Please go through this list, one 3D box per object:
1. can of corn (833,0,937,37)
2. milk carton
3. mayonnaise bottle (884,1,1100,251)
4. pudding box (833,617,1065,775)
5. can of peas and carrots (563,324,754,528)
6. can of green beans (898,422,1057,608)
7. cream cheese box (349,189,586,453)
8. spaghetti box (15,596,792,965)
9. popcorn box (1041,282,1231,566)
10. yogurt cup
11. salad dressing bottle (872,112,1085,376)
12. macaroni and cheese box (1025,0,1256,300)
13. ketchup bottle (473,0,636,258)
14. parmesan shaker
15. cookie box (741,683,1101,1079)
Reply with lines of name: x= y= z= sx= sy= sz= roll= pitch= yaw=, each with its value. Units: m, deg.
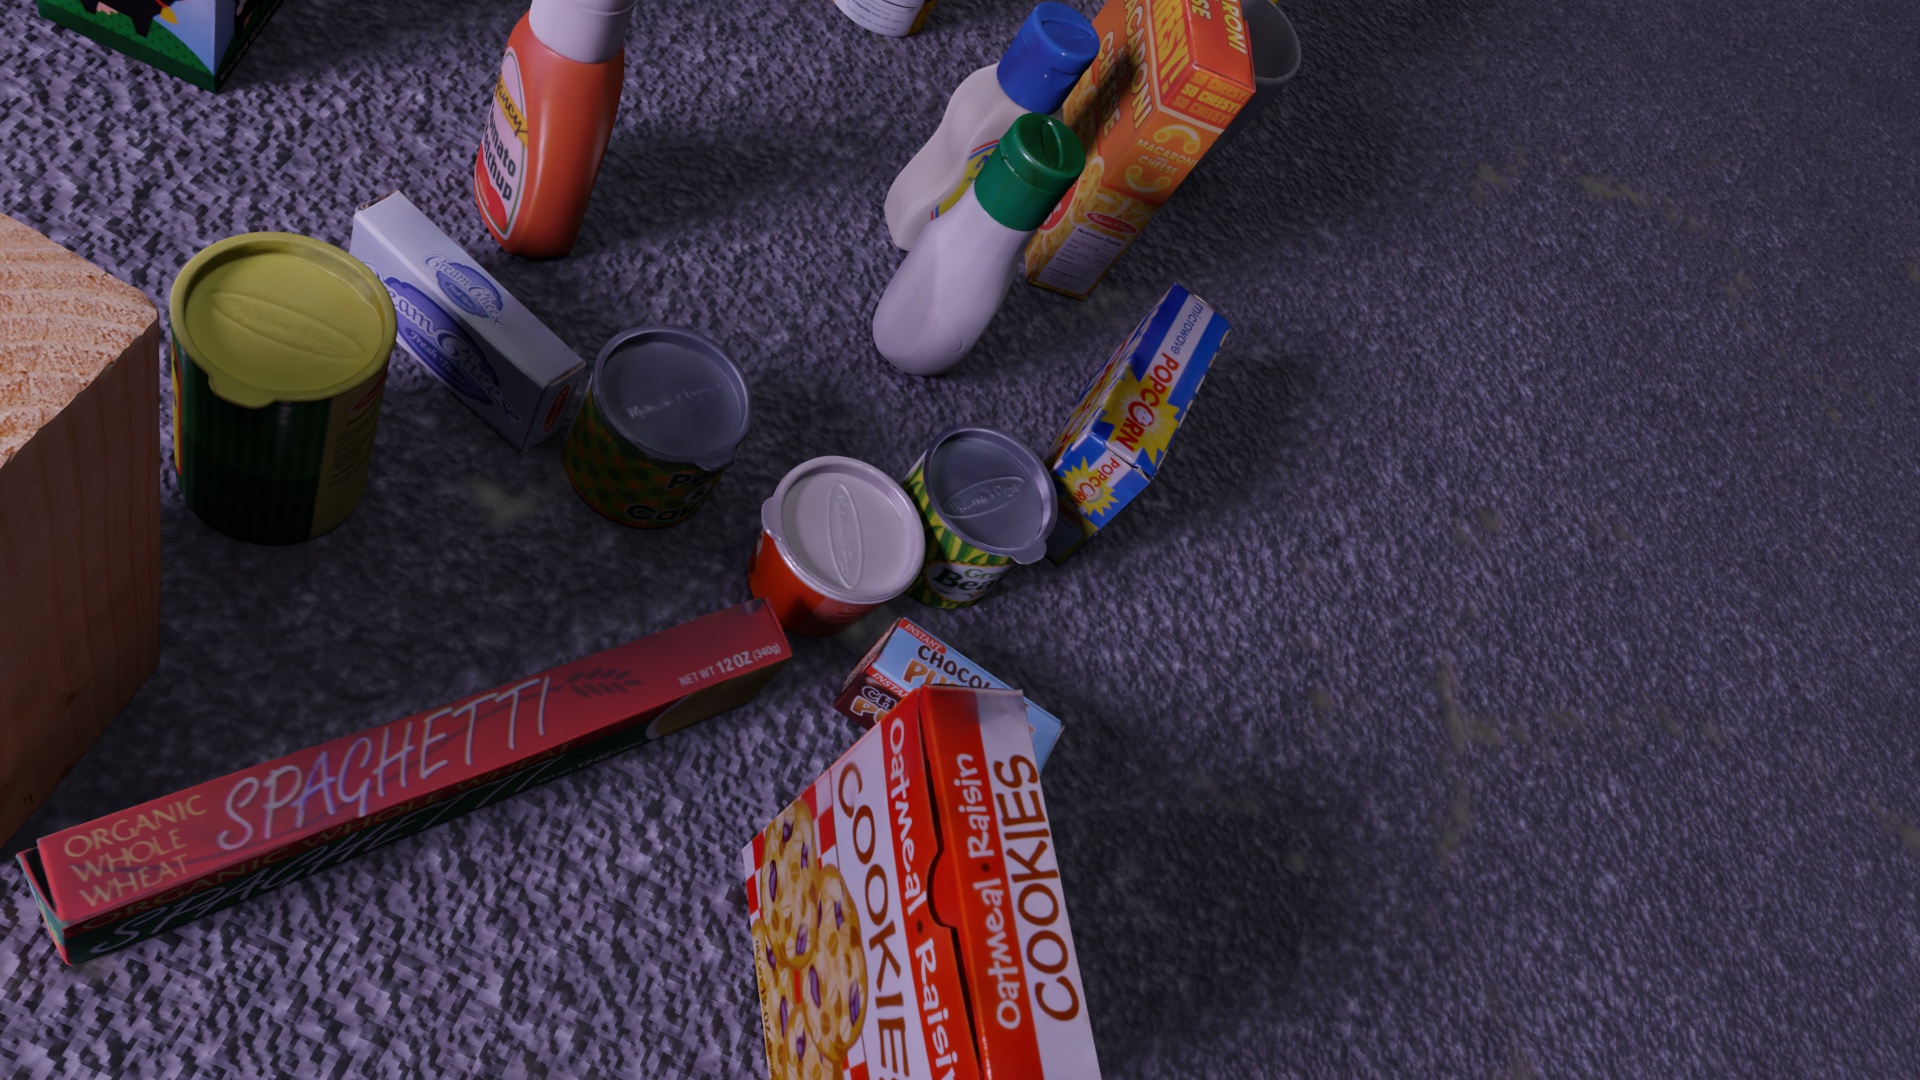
can of corn: x=-0.038 y=-0.337 z=0.803 sx=0.071 sy=0.058 sz=0.071 roll=14 pitch=56 yaw=-22
milk carton: x=-0.304 y=-0.273 z=0.530 sx=0.073 sy=0.189 sz=0.073 roll=23 pitch=53 yaw=-16
mayonnaise bottle: x=0.017 y=-0.200 z=0.691 sx=0.065 sy=0.147 sz=0.041 roll=-1 pitch=63 yaw=-30
pudding box: x=-0.005 y=0.073 z=0.577 sx=0.083 sy=0.049 sz=0.030 roll=35 pitch=51 yaw=-6
can of peas and carrots: x=-0.124 y=-0.044 z=0.575 sx=0.071 sy=0.058 sz=0.071 roll=14 pitch=56 yaw=-22
can of green beans: x=0.001 y=-0.010 z=0.625 sx=0.071 sy=0.057 sz=0.071 roll=14 pitch=56 yaw=-22
cream cheese box: x=-0.202 y=-0.087 z=0.561 sx=0.104 sy=0.053 sz=0.024 roll=43 pitch=51 yaw=0
spaghetti box: x=-0.175 y=0.076 z=0.480 sx=0.251 sy=0.050 sz=0.029 roll=-19 pitch=73 yaw=-36
popcorn box: x=0.078 y=-0.058 z=0.680 sx=0.038 sy=0.084 sz=0.127 roll=36 pitch=51 yaw=-5
yogurt cup: x=-0.056 y=0.006 z=0.586 sx=0.072 sy=0.053 sz=0.073 roll=14 pitch=56 yaw=-22
salad dressing bottle: x=0.007 y=-0.135 z=0.646 sx=0.044 sy=0.147 sz=0.064 roll=9 pitch=58 yaw=-25
macaroni and cheese box: x=0.088 y=-0.228 z=0.737 sx=0.040 sy=0.165 sz=0.124 roll=14 pitch=56 yaw=-22
ketchup bottle: x=-0.168 y=-0.186 z=0.579 sx=0.044 sy=0.148 sz=0.065 roll=-10 pitch=68 yaw=-33
parmesan shaker: x=-0.239 y=-0.048 z=0.485 sx=0.071 sy=0.102 sz=0.071 roll=14 pitch=56 yaw=-22
cookie box: x=-0.023 y=0.135 z=0.453 sx=0.040 sy=0.166 sz=0.123 roll=3 pitch=61 yaw=-28
